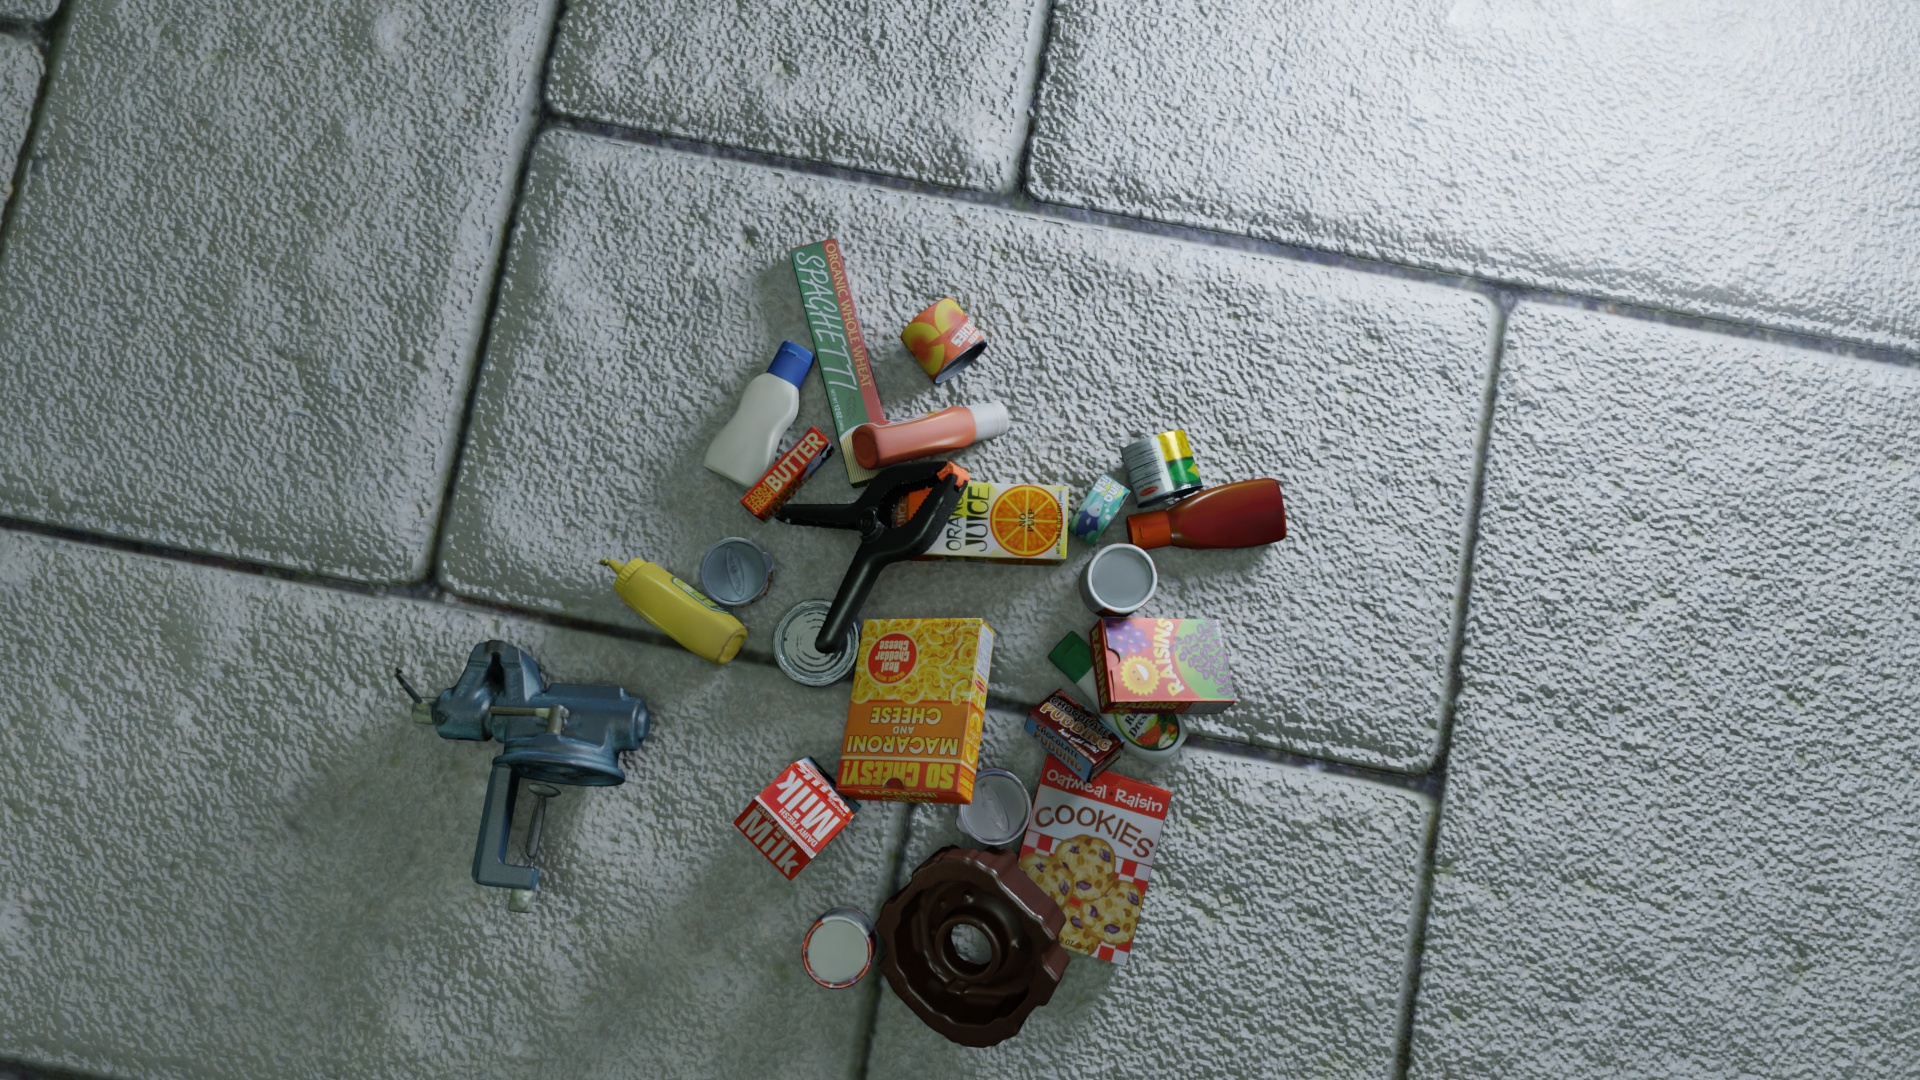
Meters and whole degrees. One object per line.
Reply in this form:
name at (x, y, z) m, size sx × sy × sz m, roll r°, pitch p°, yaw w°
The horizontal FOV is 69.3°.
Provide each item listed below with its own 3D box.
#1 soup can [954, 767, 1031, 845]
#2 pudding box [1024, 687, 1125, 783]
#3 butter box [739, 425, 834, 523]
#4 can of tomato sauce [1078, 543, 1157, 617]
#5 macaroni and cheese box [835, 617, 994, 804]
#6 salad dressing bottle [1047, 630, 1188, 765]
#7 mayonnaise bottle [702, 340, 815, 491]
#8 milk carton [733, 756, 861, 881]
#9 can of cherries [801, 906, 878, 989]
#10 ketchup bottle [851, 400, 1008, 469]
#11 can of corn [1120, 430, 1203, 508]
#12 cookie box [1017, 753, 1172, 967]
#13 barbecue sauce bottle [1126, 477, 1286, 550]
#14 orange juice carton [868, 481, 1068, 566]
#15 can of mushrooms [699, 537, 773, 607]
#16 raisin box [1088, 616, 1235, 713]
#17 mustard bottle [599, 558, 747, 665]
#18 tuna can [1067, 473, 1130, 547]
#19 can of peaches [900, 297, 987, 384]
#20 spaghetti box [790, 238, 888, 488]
soup can at (0.029, 0.246, 1.289) m, size 0.071 × 0.083 × 0.071 m, roll 0°, pitch 83°, yaw 1°
pudding box at (0.107, 0.182, 1.303) m, size 0.084 × 0.030 × 0.050 m, roll 39°, pitch 48°, yaw 26°
butter box at (-0.167, -0.063, 1.346) m, size 0.024 × 0.053 × 0.103 m, roll 43°, pitch 85°, yaw 7°
can of tomato sauce at (0.150, 0.038, 1.316) m, size 0.071 × 0.083 × 0.071 m, roll 0°, pitch 83°, yaw 0°
macaroni and cheese box at (-0.041, 0.155, 1.281) m, size 0.123 × 0.040 × 0.167 m, roll -2°, pitch 64°, yaw 23°
salad dressing bottle at (0.148, 0.148, 1.322) m, size 0.148 × 0.044 × 0.064 m, roll 42°, pitch 76°, yaw 5°
mayonnaise bottle at (-0.192, -0.124, 1.361) m, size 0.065 × 0.041 × 0.148 m, roll 27°, pitch 82°, yaw 7°
milk carton at (-0.145, 0.246, 1.237) m, size 0.072 × 0.190 × 0.073 m, roll 44°, pitch 86°, yaw 5°
can of cherries at (-0.112, 0.379, 1.285) m, size 0.071 × 0.058 × 0.071 m, roll 0°, pitch 82°, yaw 0°
ketchup bottle at (-0.026, -0.103, 1.332) m, size 0.149 × 0.064 × 0.043 m, roll -14°, pitch 95°, yaw -26°
can of corn at (0.195, -0.069, 1.341) m, size 0.071 × 0.071 × 0.058 m, roll -16°, pitch 83°, yaw -2°
cookie box at (0.117, 0.298, 1.304) m, size 0.123 × 0.040 × 0.167 m, roll 16°, pitch 83°, yaw 3°
barbecue sauce bottle at (0.237, -0.019, 1.344) m, size 0.149 × 0.044 × 0.065 m, roll -10°, pitch 93°, yaw 0°
orange juice carton at (0.005, -0.017, 1.330) m, size 0.193 × 0.073 × 0.072 m, roll 2°, pitch 83°, yaw 1°
can of mushrooms at (-0.214, 0.031, 1.344) m, size 0.071 × 0.033 × 0.071 m, roll 0°, pitch 82°, yaw 1°
raisin box at (0.188, 0.118, 1.300) m, size 0.123 × 0.040 × 0.086 m, roll 2°, pitch 63°, yaw -15°
mustard bottle at (-0.281, 0.059, 1.327) m, size 0.160 × 0.065 × 0.049 m, roll 33°, pitch 89°, yaw 8°
tuna can at (0.134, -0.031, 1.332) m, size 0.033 × 0.071 × 0.071 m, roll 33°, pitch 84°, yaw 4°
can of peaches at (-0.015, -0.196, 1.355) m, size 0.071 × 0.071 × 0.058 m, roll -37°, pitch 83°, yaw -4°
spaghetti box at (-0.115, -0.177, 1.373) m, size 0.050 × 0.028 × 0.250 m, roll -15°, pitch 83°, yaw -3°
